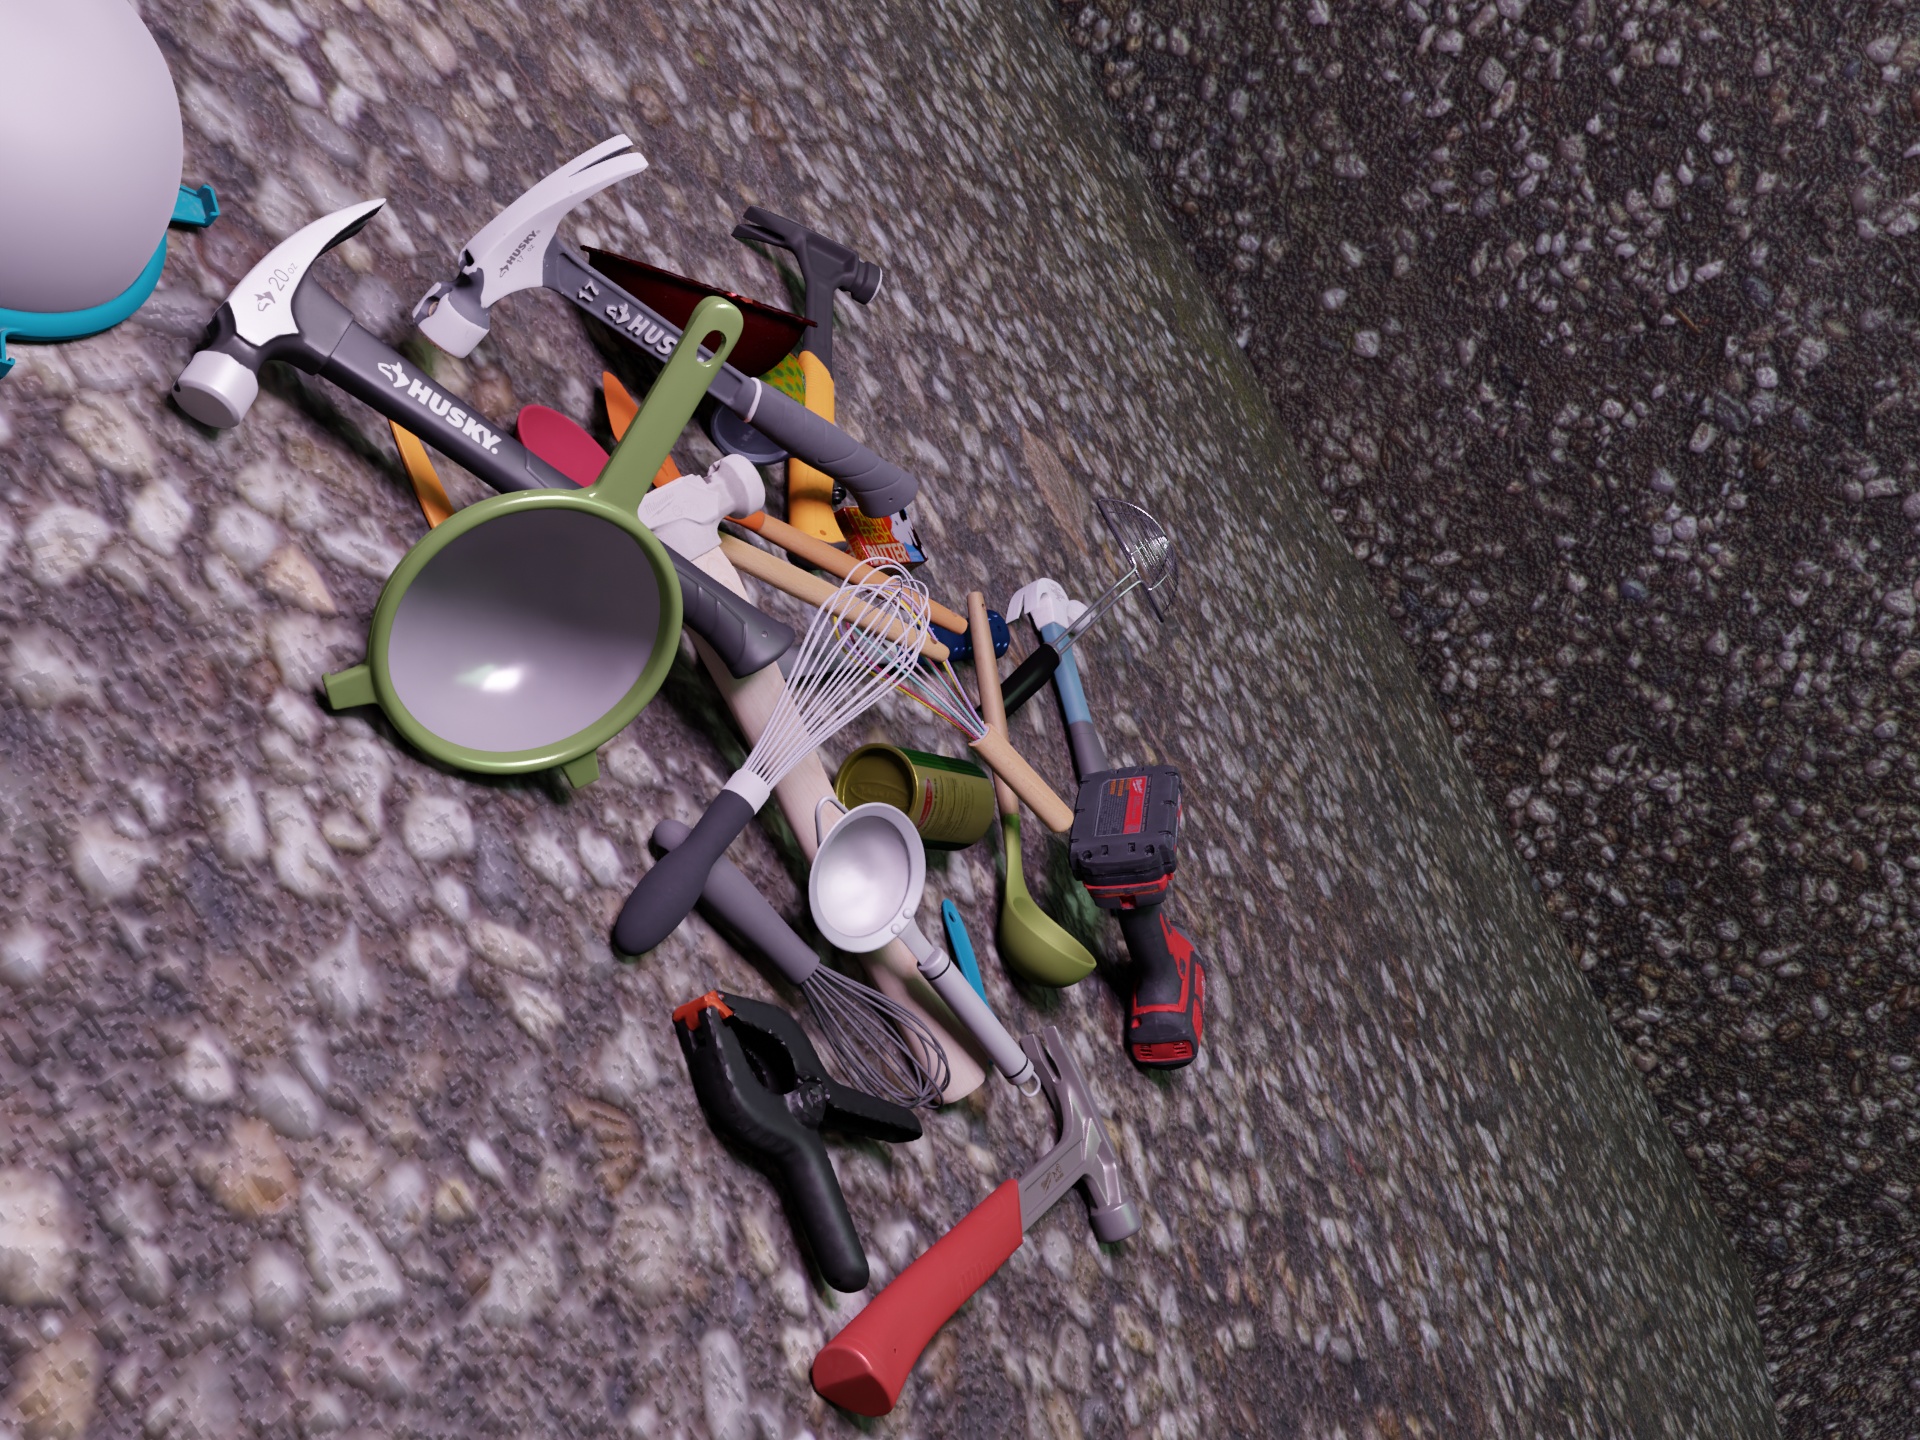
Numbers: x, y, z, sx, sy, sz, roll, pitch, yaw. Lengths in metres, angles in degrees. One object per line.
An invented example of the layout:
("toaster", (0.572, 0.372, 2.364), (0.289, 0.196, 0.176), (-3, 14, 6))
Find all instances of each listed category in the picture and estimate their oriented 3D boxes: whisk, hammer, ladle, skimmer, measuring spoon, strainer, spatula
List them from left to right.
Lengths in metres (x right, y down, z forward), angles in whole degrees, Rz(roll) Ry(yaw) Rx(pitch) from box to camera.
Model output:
("strainer", (-0.438, -0.315, 0.623), (0.340, 0.095, 0.211), (51, 28, -26))
("measuring spoon", (-0.280, -0.131, 0.839), (0.117, 0.011, 0.021), (65, 25, 5))
("hammer", (-0.218, -0.125, 0.828), (0.334, 0.035, 0.146), (36, 54, -30))
("strainer", (-0.188, -0.096, 0.761), (0.151, 0.256, 0.069), (24, 13, -44))
("hammer", (-0.141, -0.214, 0.999), (0.036, 0.149, 0.408), (54, 15, 29))
("ladle", (-0.135, -0.103, 0.984), (0.315, 0.031, 0.069), (26, 39, -28))
("whisk", (-0.099, 0.017, 0.875), (0.070, 0.070, 0.285), (50, 57, -25))
("spatula", (-0.112, -0.130, 1.080), (0.322, 0.041, 0.081), (25, 30, -35))
("hammer", (-0.096, 0.055, 0.945), (0.146, 0.038, 0.410), (-34, 104, -34))
("whisk", (-0.088, 0.141, 0.898), (0.238, 0.055, 0.055), (48, 29, -19))
("hammer", (-0.118, -0.256, 1.219), (0.127, 0.034, 0.337), (19, 50, -29))
("hammer", (-0.057, -0.045, 1.149), (0.405, 0.035, 0.144), (-13, 77, -64))
("strainer", (-0.023, 0.139, 0.942), (0.087, 0.050, 0.258), (-49, 118, -27))
("whisk", (-0.003, -0.002, 1.105), (0.244, 0.051, 0.047), (47, 52, -24))
("measuring spoon", (0.001, 0.177, 1.072), (0.042, 0.021, 0.129), (33, 29, -45))
("hammer", (0.013, 0.298, 0.946), (0.359, 0.036, 0.149), (-12, 76, -64))
("ladle", (0.044, 0.044, 1.188), (0.078, 0.062, 0.320), (28, 48, -56))
("skimmer", (0.090, -0.081, 1.385), (0.363, 0.090, 0.127), (-44, 110, -41))
("hammer", (0.111, 0.018, 1.407), (0.128, 0.033, 0.331), (26, 43, -53))

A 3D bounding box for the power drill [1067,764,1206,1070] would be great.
("power drill", (0.148, 0.150, 1.243), (0.143, 0.078, 0.219), (-73, 152, -55))
